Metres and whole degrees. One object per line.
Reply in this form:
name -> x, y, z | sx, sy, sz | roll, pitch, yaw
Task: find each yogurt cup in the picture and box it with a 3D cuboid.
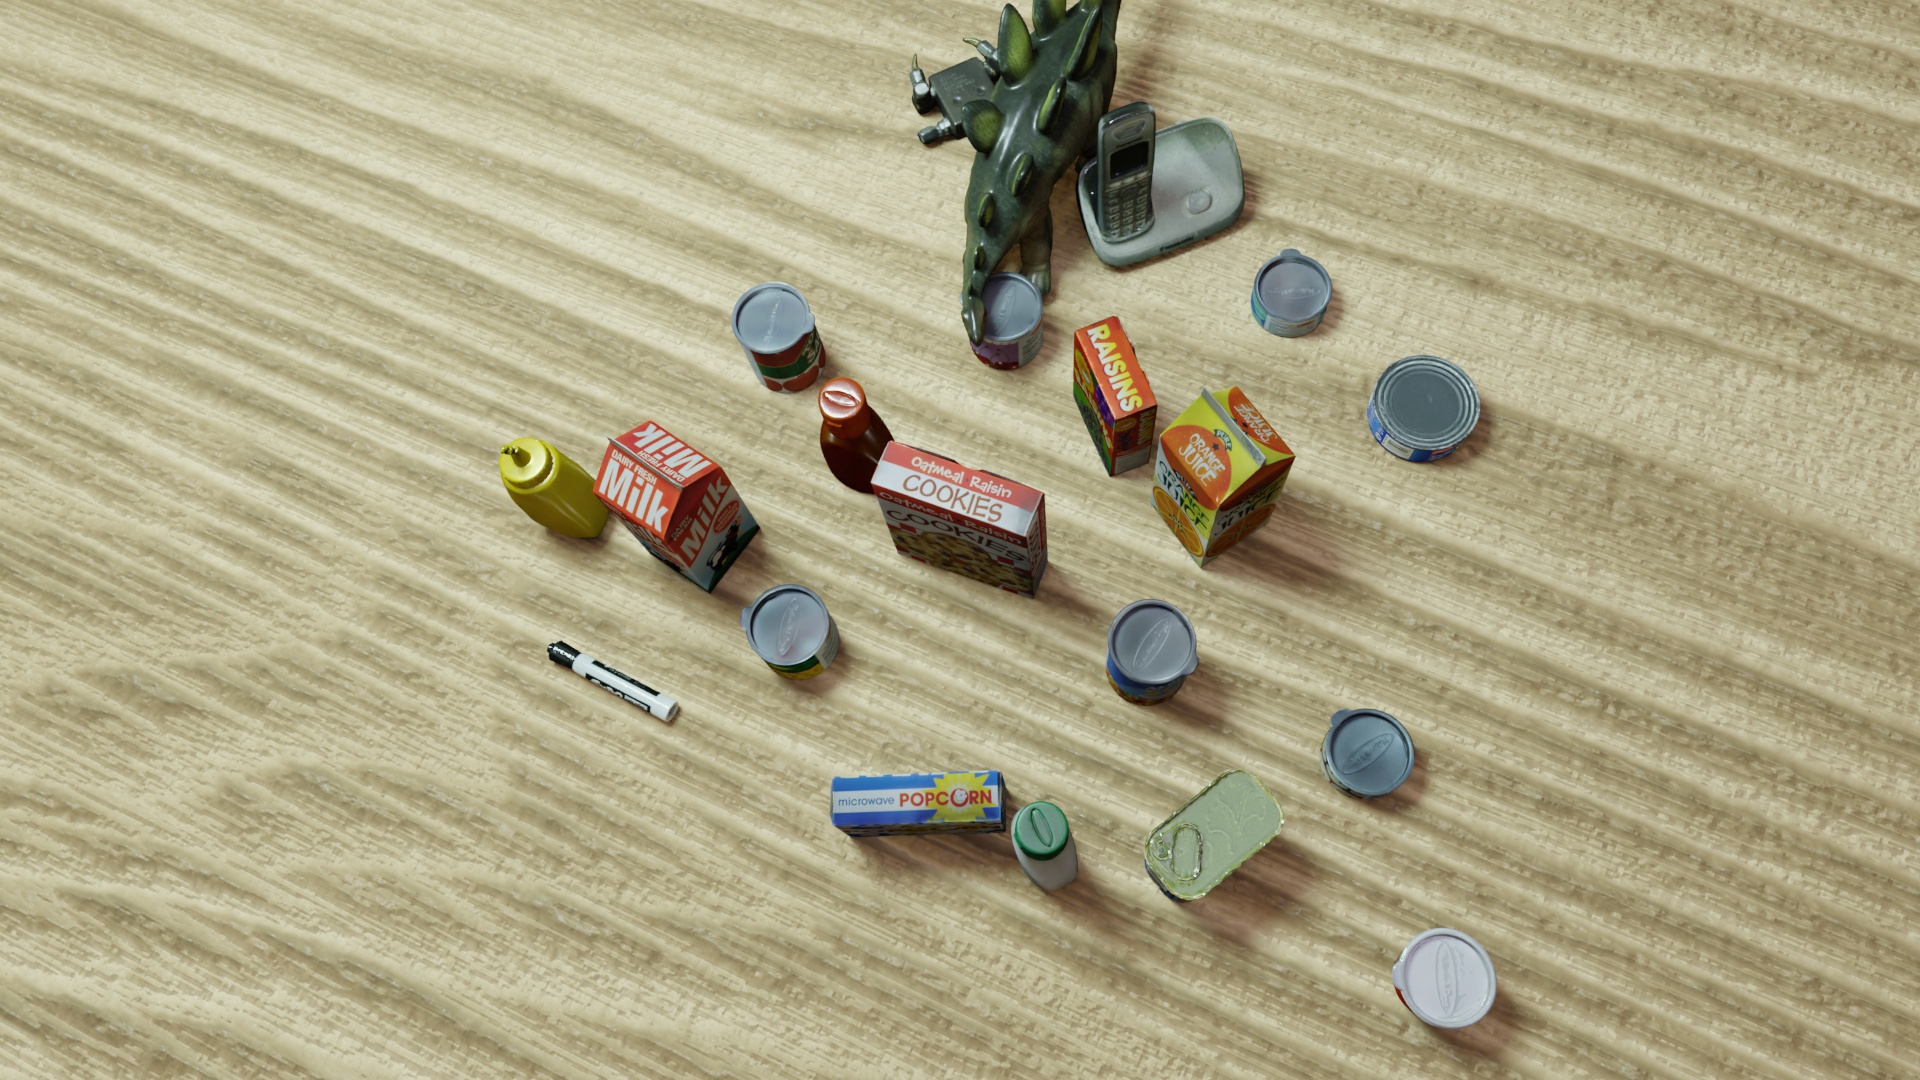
yogurt cup -> 0.344, 0.315, 0.998 | 0.072, 0.053, 0.072 | -1, 71, 4

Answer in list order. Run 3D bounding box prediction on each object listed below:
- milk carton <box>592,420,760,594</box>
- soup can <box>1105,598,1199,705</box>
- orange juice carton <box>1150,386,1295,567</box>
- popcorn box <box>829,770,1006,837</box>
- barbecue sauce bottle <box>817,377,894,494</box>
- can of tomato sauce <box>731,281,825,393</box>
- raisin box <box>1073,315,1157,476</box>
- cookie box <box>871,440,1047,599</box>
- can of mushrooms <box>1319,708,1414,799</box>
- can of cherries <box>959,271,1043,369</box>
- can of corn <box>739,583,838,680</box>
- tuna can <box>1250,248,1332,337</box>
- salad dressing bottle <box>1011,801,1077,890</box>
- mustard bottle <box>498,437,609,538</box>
milk carton -> -0.224, -0.030, 1.089 | 0.072, 0.190, 0.073 | 32, 77, 14
soup can -> 0.148, 0.090, 1.075 | 0.071, 0.083, 0.071 | -1, 71, 4
orange juice carton -> 0.199, -0.053, 1.064 | 0.073, 0.192, 0.072 | -33, 72, -7
popcorn box -> -0.030, 0.200, 1.050 | 0.127, 0.085, 0.038 | -3, 71, 3
barbecue sauce bottle -> -0.085, -0.084, 1.119 | 0.065, 0.148, 0.044 | 18, 74, 10
can of tomato sauce -> -0.152, -0.172, 1.190 | 0.071, 0.083, 0.071 | -1, 71, 4
raisin box -> 0.125, -0.115, 1.128 | 0.040, 0.123, 0.086 | -20, 71, -2
cookie box -> 0.004, -0.014, 1.078 | 0.123, 0.167, 0.040 | 19, 74, 10
can of mushrooms -> 0.309, 0.162, 1.064 | 0.071, 0.033, 0.071 | -1, 71, 4
can of cherries -> 0.036, -0.189, 1.195 | 0.071, 0.058, 0.071 | -1, 71, 4
can of corn -> -0.136, 0.074, 1.116 | 0.071, 0.058, 0.071 | -1, 71, 4
tuna can -> 0.284, -0.213, 1.197 | 0.071, 0.032, 0.071 | -1, 71, 4
salad dressing bottle -> 0.060, 0.217, 1.004 | 0.044, 0.147, 0.064 | -24, 71, -4
mustard bottle -> -0.333, -0.047, 1.119 | 0.065, 0.159, 0.049 | 12, 73, 8
